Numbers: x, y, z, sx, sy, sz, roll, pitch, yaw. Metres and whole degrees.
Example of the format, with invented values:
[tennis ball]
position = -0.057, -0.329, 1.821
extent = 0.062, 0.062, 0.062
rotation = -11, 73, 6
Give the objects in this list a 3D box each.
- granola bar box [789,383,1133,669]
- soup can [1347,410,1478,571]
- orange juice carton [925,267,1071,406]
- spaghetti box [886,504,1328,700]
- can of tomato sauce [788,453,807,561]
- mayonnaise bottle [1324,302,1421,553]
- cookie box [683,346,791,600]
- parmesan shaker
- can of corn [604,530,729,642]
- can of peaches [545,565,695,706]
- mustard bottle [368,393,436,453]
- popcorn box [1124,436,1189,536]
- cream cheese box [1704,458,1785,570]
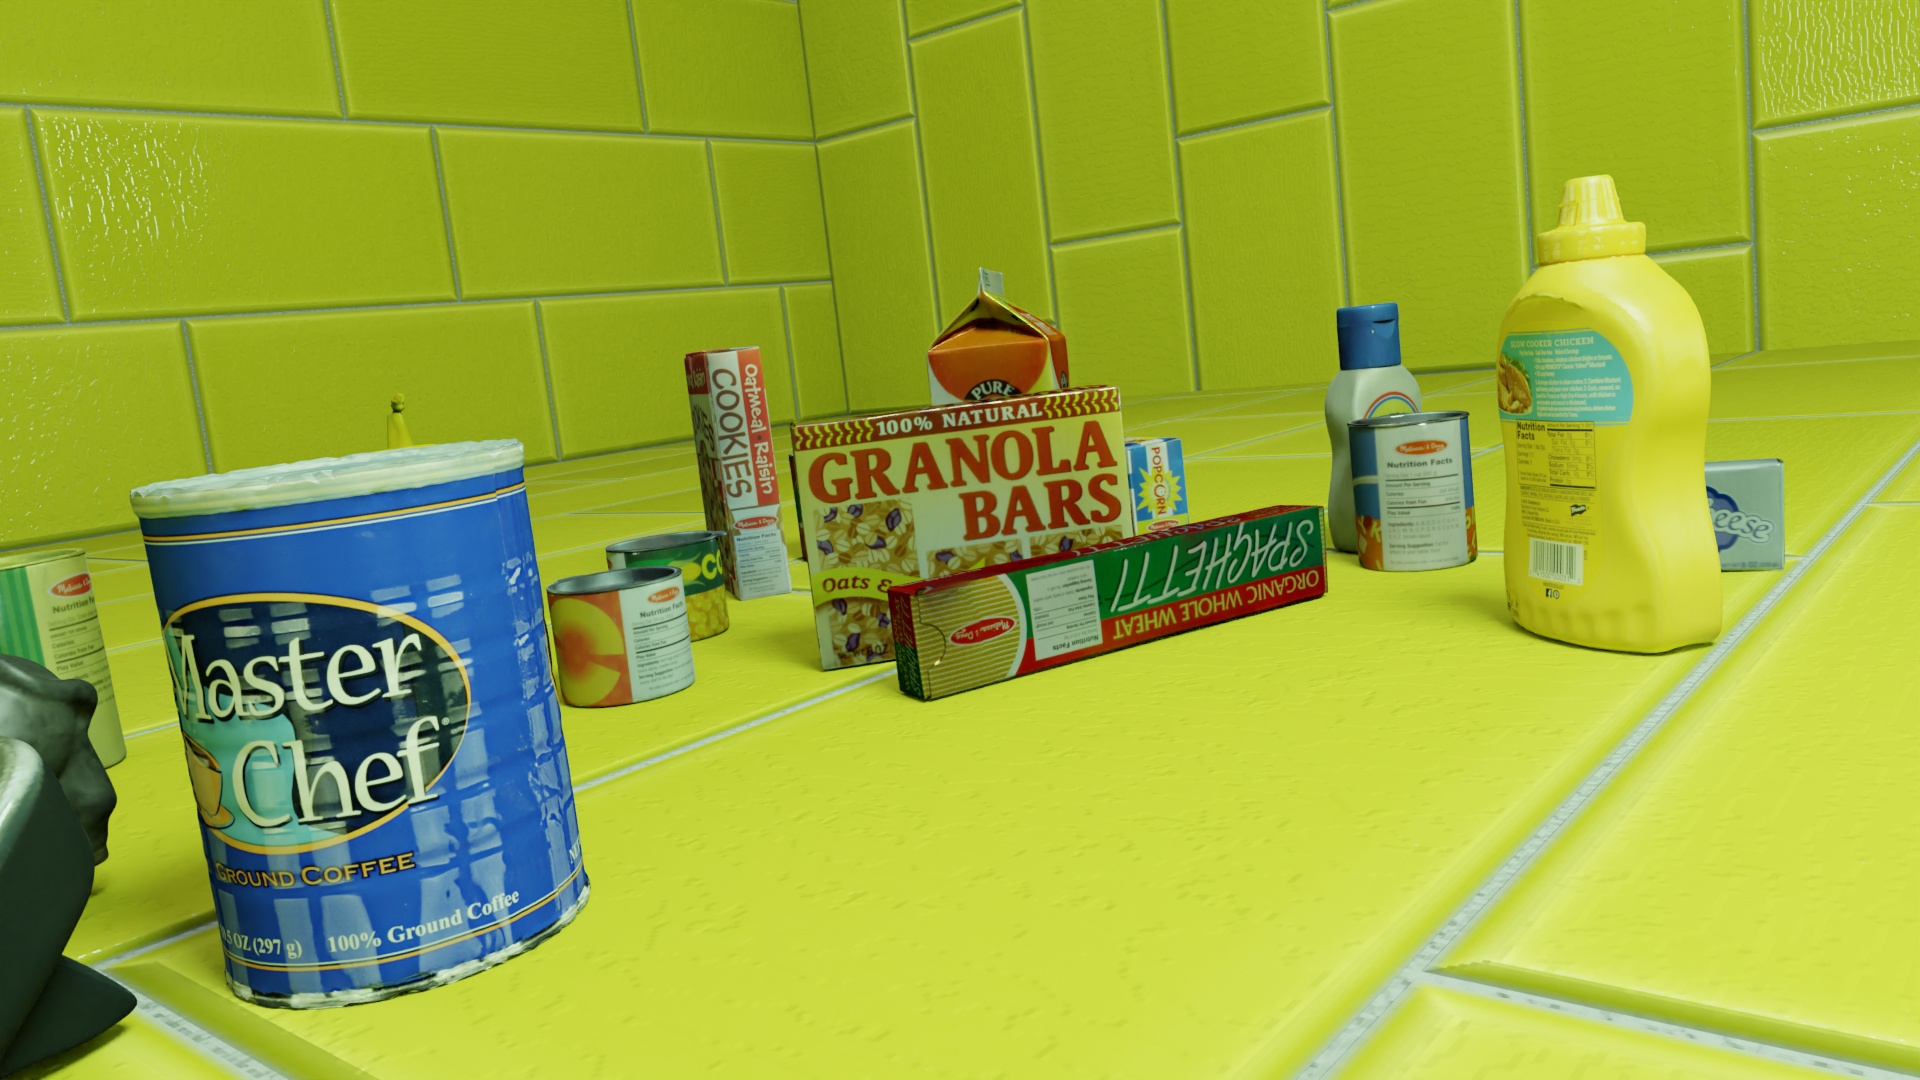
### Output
[granola bar box]
position = 0.003, -0.009, 0.709
extent = 0.166, 0.124, 0.039
rotation = -8, 8, -10
[soup can]
position = 0.258, -0.029, 0.793
extent = 0.071, 0.083, 0.071
rotation = -6, 8, 1
[orange juice carton]
position = 0.028, -0.061, 0.808
extent = 0.073, 0.192, 0.072
rotation = -5, 8, 13
[spaghetti box]
position = 0.081, 0.025, 0.674
extent = 0.251, 0.050, 0.028
rotation = -11, 9, -31
[can of tomato sauce]
position = -0.095, -0.029, 1.069
extent = 0.071, 0.083, 0.071
rotation = -6, 8, 1
[mayonnaise bottle]
position = 0.253, -0.069, 0.846
extent = 0.065, 0.147, 0.041
rotation = -9, 8, -18
[cookie box]
position = -0.159, -0.050, 0.972
extent = 0.040, 0.167, 0.123
rotation = -9, 8, -17
[parmesan shaker]
position = -0.438, 0.060, 0.647
extent = 0.071, 0.103, 0.071
rotation = -6, 8, 1
[can of corn]
position = -0.170, 0.028, 0.823
extent = 0.071, 0.058, 0.071
rotation = -6, 8, 1
[can of peaches]
position = -0.170, 0.047, 0.691
extent = 0.071, 0.058, 0.071
rotation = -6, 8, 1
[mustard bottle]
position = -0.306, -0.003, 0.780
extent = 0.049, 0.160, 0.065
rotation = -7, 8, -7
[popcorn box]
position = 0.090, -0.021, 0.859
extent = 0.038, 0.085, 0.126
rotation = -10, 9, -25
[cream cheese box]
position = 0.354, -0.011, 0.698
extent = 0.104, 0.053, 0.024
rotation = -2, 9, 26
